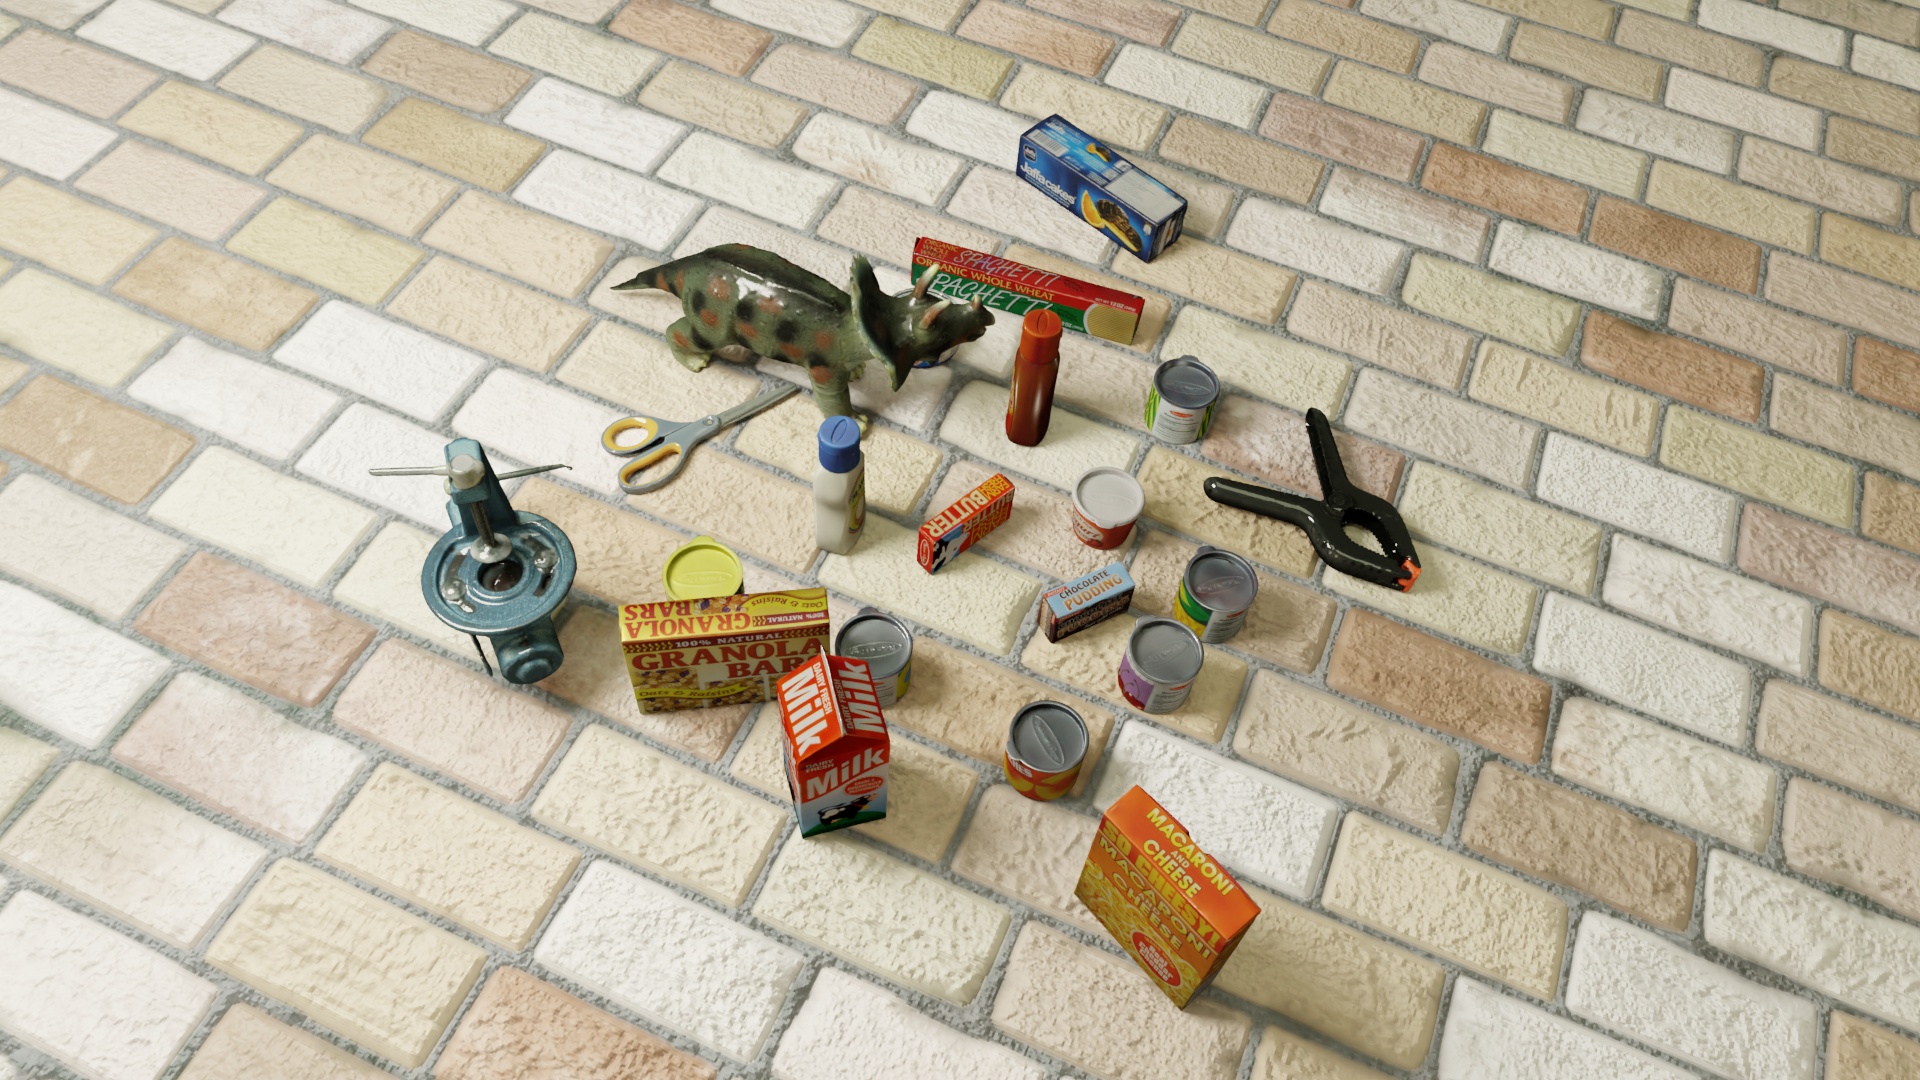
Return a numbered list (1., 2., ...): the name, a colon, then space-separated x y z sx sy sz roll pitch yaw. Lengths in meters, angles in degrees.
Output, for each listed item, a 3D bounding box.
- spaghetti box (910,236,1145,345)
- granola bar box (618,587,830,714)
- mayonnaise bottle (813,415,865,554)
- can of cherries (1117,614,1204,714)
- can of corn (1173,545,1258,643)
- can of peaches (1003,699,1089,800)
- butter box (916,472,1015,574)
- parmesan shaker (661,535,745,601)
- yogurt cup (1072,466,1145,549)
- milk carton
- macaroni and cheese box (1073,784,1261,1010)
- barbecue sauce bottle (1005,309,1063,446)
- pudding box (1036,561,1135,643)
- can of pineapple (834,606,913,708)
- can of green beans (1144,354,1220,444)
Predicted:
1. spaghetti box: 0.067 -0.263 1.462 0.250 0.050 0.029 17 56 7
2. granola bar box: -0.190 0.093 1.150 0.166 0.123 0.039 -5 56 -8
3. mayonnaise bottle: -0.108 -0.051 1.242 0.041 0.147 0.065 17 56 7
4. can of cherries: 0.173 0.107 1.209 0.071 0.058 0.072 2 55 -3
5. can of corn: 0.228 0.049 1.254 0.071 0.058 0.071 2 55 -3
6. can of peaches: 0.068 0.176 1.154 0.071 0.057 0.071 2 55 -3
7. butter box: 0.005 -0.016 1.284 0.104 0.052 0.024 -36 65 -25
8. parmesan shaker: -0.216 0.053 1.188 0.071 0.102 0.071 2 56 -3
9. yogurt cup: 0.135 -0.028 1.302 0.072 0.053 0.073 2 55 -3
10. milk carton: -0.098 0.156 1.074 0.073 0.189 0.072 -12 58 -12
11. macaroni and cheese box: 0.149 0.267 1.032 0.040 0.165 0.124 -34 65 -24
12. barbecue sauce bottle: 0.071 -0.158 1.330 0.044 0.147 0.065 10 56 2
13. pudding box: 0.113 0.055 1.246 0.084 0.049 0.030 -21 60 -18
14. can of pineapple: -0.074 0.102 1.193 0.071 0.057 0.071 2 55 -3
15. can of green beans: 0.220 -0.138 1.383 0.071 0.057 0.071 2 55 -3
